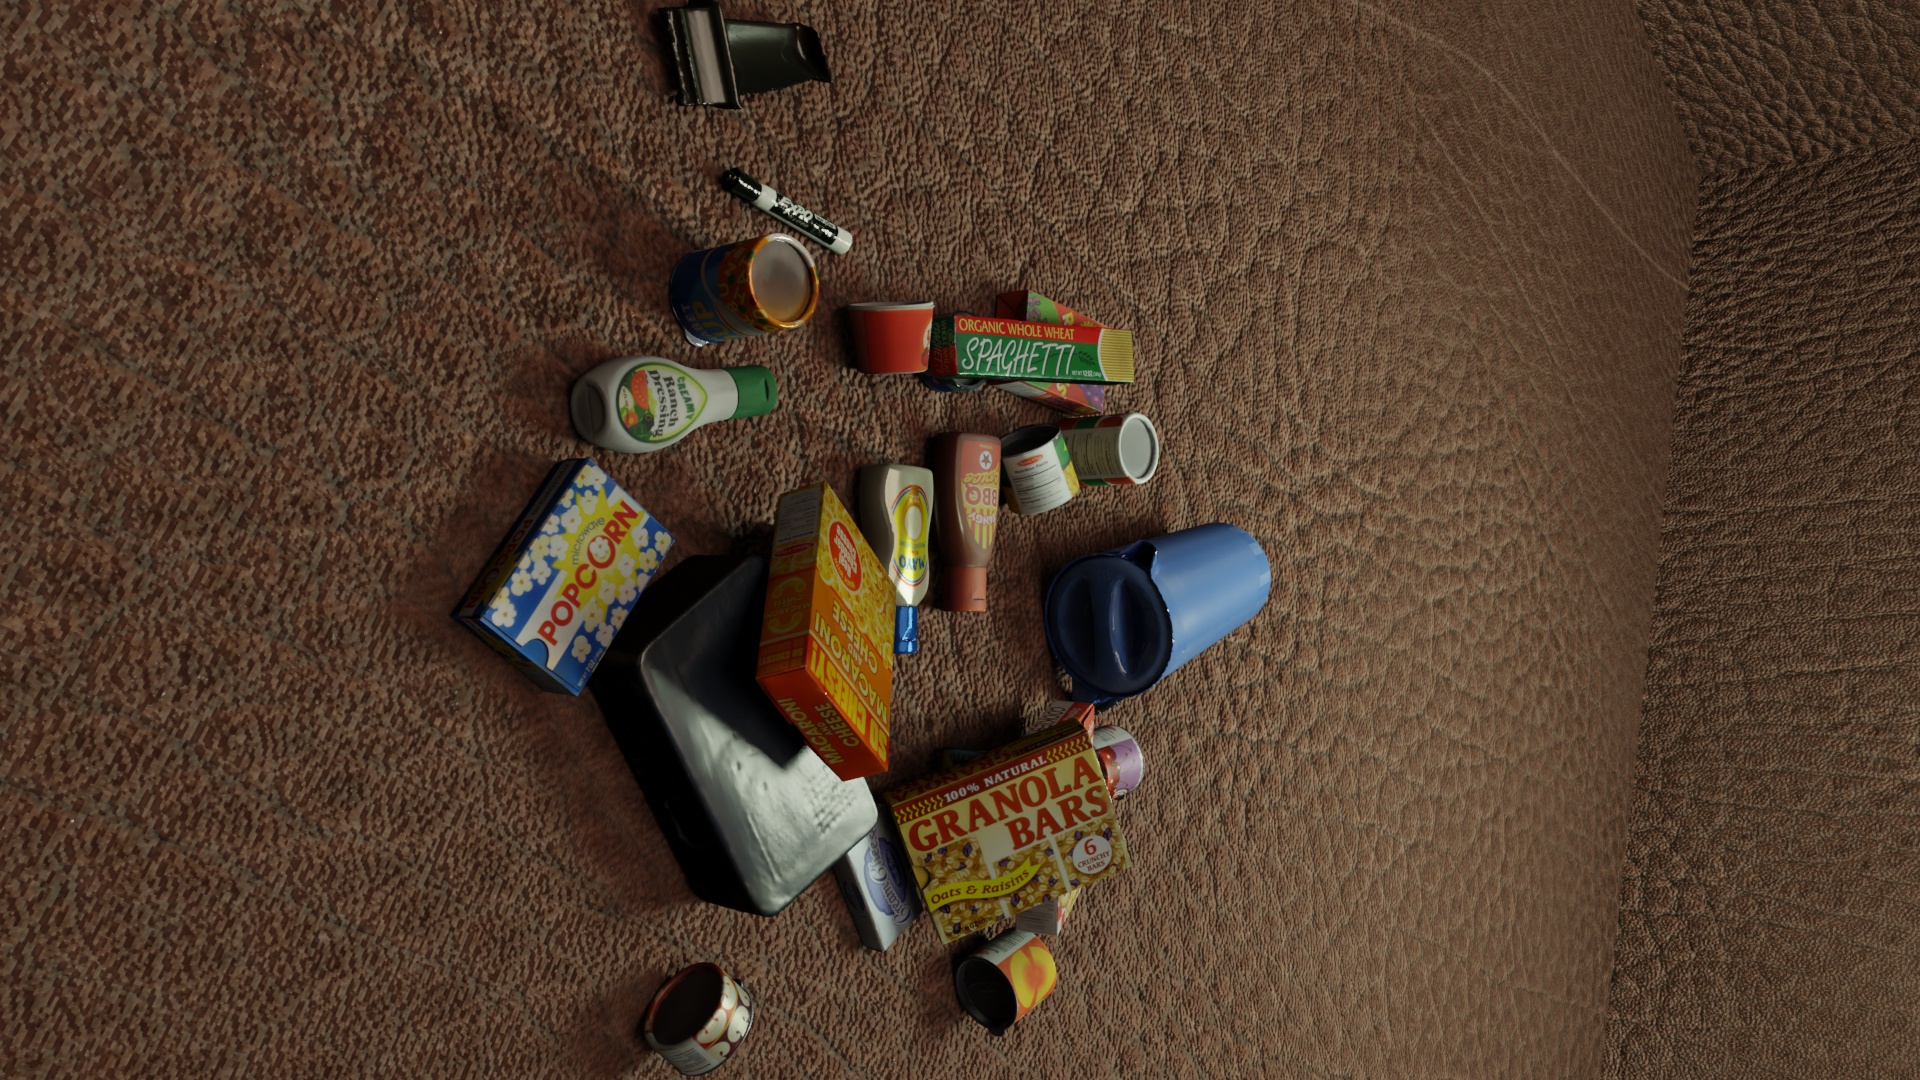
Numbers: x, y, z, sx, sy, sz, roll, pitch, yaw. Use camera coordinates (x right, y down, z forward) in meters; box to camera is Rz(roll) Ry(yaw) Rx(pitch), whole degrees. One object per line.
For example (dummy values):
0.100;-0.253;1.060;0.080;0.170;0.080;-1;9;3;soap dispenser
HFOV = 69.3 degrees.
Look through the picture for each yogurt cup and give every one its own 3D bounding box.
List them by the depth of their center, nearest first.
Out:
-0.054;-0.159;1.086;0.072;0.072;0.053;-15;108;-48;yogurt cup

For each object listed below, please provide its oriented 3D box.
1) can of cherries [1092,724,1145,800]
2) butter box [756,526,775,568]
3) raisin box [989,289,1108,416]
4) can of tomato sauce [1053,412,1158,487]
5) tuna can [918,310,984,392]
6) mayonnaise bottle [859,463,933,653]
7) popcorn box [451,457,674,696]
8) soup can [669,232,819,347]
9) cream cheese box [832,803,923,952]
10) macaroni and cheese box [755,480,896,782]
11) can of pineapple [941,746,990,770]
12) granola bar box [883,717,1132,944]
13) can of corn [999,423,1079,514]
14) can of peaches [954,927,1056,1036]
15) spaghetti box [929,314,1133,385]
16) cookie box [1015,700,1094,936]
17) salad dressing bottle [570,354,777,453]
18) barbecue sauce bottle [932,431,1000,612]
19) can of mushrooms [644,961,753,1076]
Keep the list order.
0.126;0.209;1.270;0.058;0.071;0.071;-9;95;-49;can of cherries
-0.114;0.041;1.035;0.103;0.024;0.053;54;51;-32;butter box
0.082;-0.168;1.260;0.123;0.040;0.086;14;77;-47;raisin box
0.131;-0.083;1.279;0.071;0.083;0.071;2;87;-49;can of tomato sauce
-0.005;-0.156;1.164;0.071;0.033;0.071;3;86;-49;tuna can
-0.051;0.015;1.096;0.065;0.041;0.148;5;84;-50;mayonnaise bottle
-0.247;0.022;0.874;0.085;0.038;0.127;50;53;-36;popcorn box
-0.150;-0.171;0.960;0.071;0.083;0.071;2;87;-49;soup can
-0.067;0.261;1.079;0.053;0.024;0.103;-36;115;-43;cream cheese box
-0.088;0.062;0.951;0.167;0.040;0.123;-89;157;-44;macaroni and cheese box
0.016;0.201;1.143;0.071;0.071;0.058;15;77;-48;can of pineapple
0.039;0.227;1.092;0.166;0.039;0.124;-21;103;-8;granola bar box
0.065;-0.063;1.217;0.071;0.071;0.058;-41;119;-42;can of corn
0.039;0.368;1.163;0.058;0.071;0.071;-21;104;-48;can of peaches
0.067;-0.161;1.190;0.251;0.028;0.050;-5;92;-48;spaghetti box
0.082;0.233;1.187;0.123;0.040;0.167;-27;119;-72;cookie box
-0.190;-0.096;0.940;0.148;0.044;0.064;-15;102;-48;salad dressing bottle
0.004;-0.015;1.160;0.065;0.043;0.148;6;84;-50;barbecue sauce bottle
-0.173;0.315;0.923;0.033;0.071;0.071;55;51;-31;can of mushrooms
